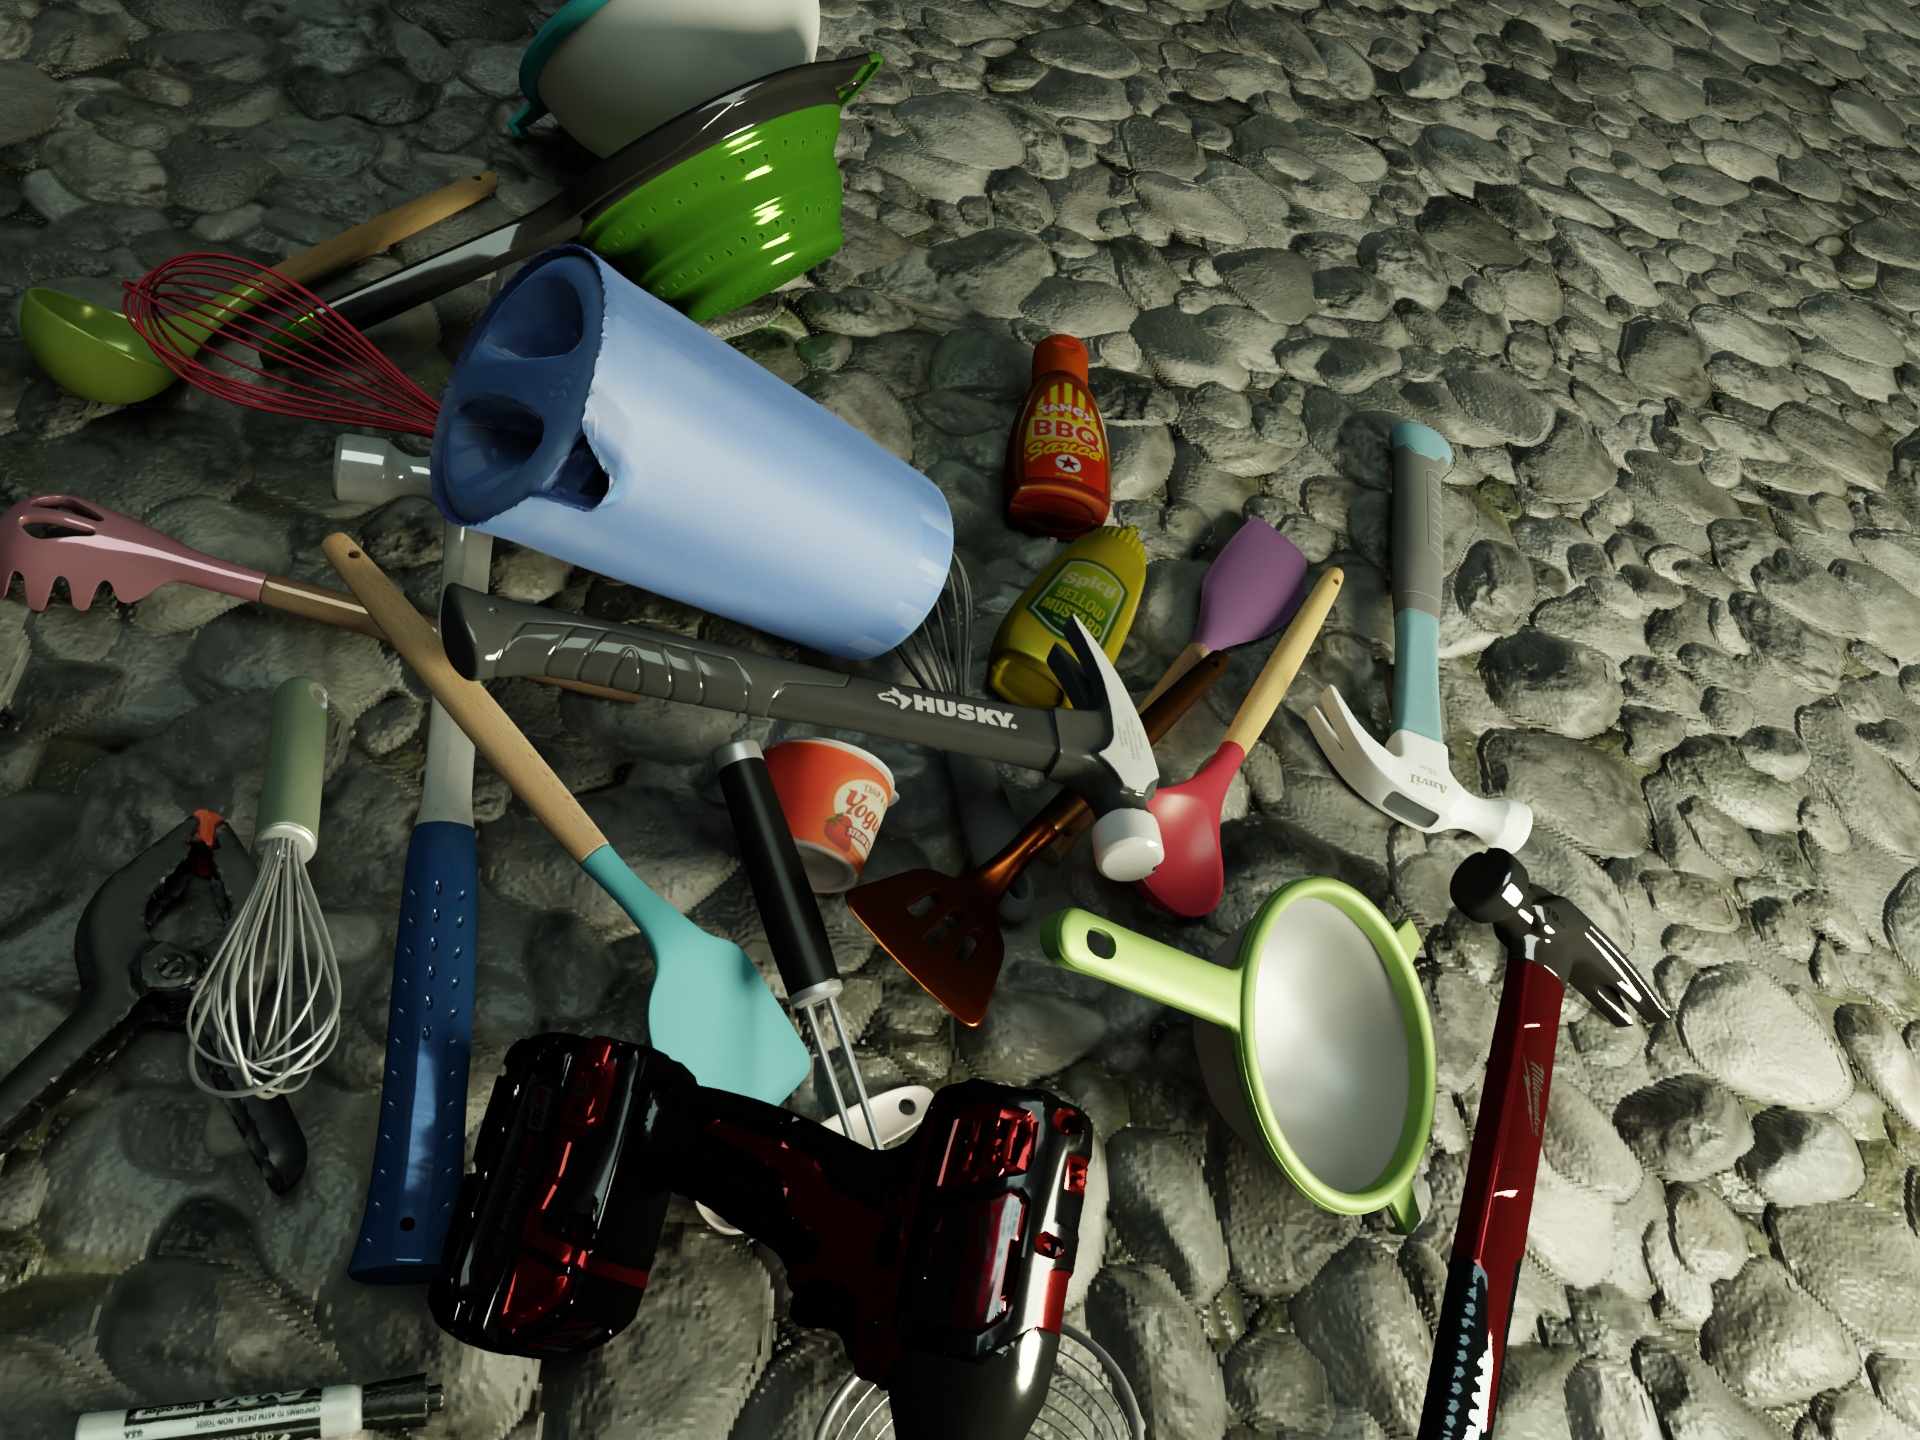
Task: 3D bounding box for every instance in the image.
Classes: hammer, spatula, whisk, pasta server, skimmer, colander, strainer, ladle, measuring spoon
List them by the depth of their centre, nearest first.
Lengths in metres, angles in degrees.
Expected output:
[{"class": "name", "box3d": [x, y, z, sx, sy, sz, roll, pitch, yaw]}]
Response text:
[{"class": "skimmer", "box3d": [-0.039, 0.160, 0.638, 0.127, 0.090, 0.364, -18, 70, -10]}, {"class": "whisk", "box3d": [-0.283, 0.058, 0.662, 0.059, 0.057, 0.247, -20, 40, -3]}, {"class": "measuring spoon", "box3d": [-0.062, 0.188, 0.690, 0.124, 0.018, 0.034, -17, 68, -36]}, {"class": "spatula", "box3d": [-0.181, 0.045, 0.692, 0.317, 0.044, 0.082, 49, 45, 6]}, {"class": "strainer", "box3d": [0.114, 0.133, 0.711, 0.256, 0.069, 0.152, 26, 60, -35]}, {"class": "hammer", "box3d": [-0.224, 0.039, 0.713, 0.144, 0.035, 0.406, 6, 57, -19]}, {"class": "hammer", "box3d": [0.246, 0.249, 0.715, 0.143, 0.038, 0.387, 40, 53, -20]}, {"class": "hammer", "box3d": [-0.067, -0.015, 0.734, 0.334, 0.035, 0.146, 11, 44, -18]}, {"class": "pasta server", "box3d": [-0.314, -0.053, 0.782, 0.316, 0.040, 0.060, 16, 50, -11]}, {"class": "spatula", "box3d": [0.060, 0.037, 0.793, 0.081, 0.041, 0.323, 45, 48, 6]}, {"class": "whisk", "box3d": [-0.284, -0.161, 0.830, 0.295, 0.073, 0.073, 24, 49, -17]}, {"class": "whisk", "box3d": [-0.001, -0.002, 0.836, 0.055, 0.055, 0.239, -5, 60, -22]}, {"class": "ladle", "box3d": [0.163, 0.000, 0.897, 0.069, 0.031, 0.315, 45, 48, -8]}, {"class": "ladle", "box3d": [-0.378, -0.264, 0.903, 0.078, 0.062, 0.320, 34, 48, 10]}, {"class": "spatula", "box3d": [0.127, -0.023, 0.909, 0.060, 0.018, 0.316, 40, 51, 2]}, {"class": "colander", "box3d": [-0.204, -0.264, 0.934, 0.397, 0.204, 0.094, -31, 102, -18]}, {"class": "strainer", "box3d": [-0.137, -0.420, 0.965, 0.211, 0.340, 0.095, -32, 100, -28]}, {"class": "hammer", "box3d": [0.285, -0.070, 0.989, 0.128, 0.033, 0.331, 19, 50, -5]}]

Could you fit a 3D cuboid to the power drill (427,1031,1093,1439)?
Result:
[{"class": "power drill", "box3d": [-0.068, 0.192, 0.572, 0.220, 0.078, 0.143, 4, 66, 18]}]
